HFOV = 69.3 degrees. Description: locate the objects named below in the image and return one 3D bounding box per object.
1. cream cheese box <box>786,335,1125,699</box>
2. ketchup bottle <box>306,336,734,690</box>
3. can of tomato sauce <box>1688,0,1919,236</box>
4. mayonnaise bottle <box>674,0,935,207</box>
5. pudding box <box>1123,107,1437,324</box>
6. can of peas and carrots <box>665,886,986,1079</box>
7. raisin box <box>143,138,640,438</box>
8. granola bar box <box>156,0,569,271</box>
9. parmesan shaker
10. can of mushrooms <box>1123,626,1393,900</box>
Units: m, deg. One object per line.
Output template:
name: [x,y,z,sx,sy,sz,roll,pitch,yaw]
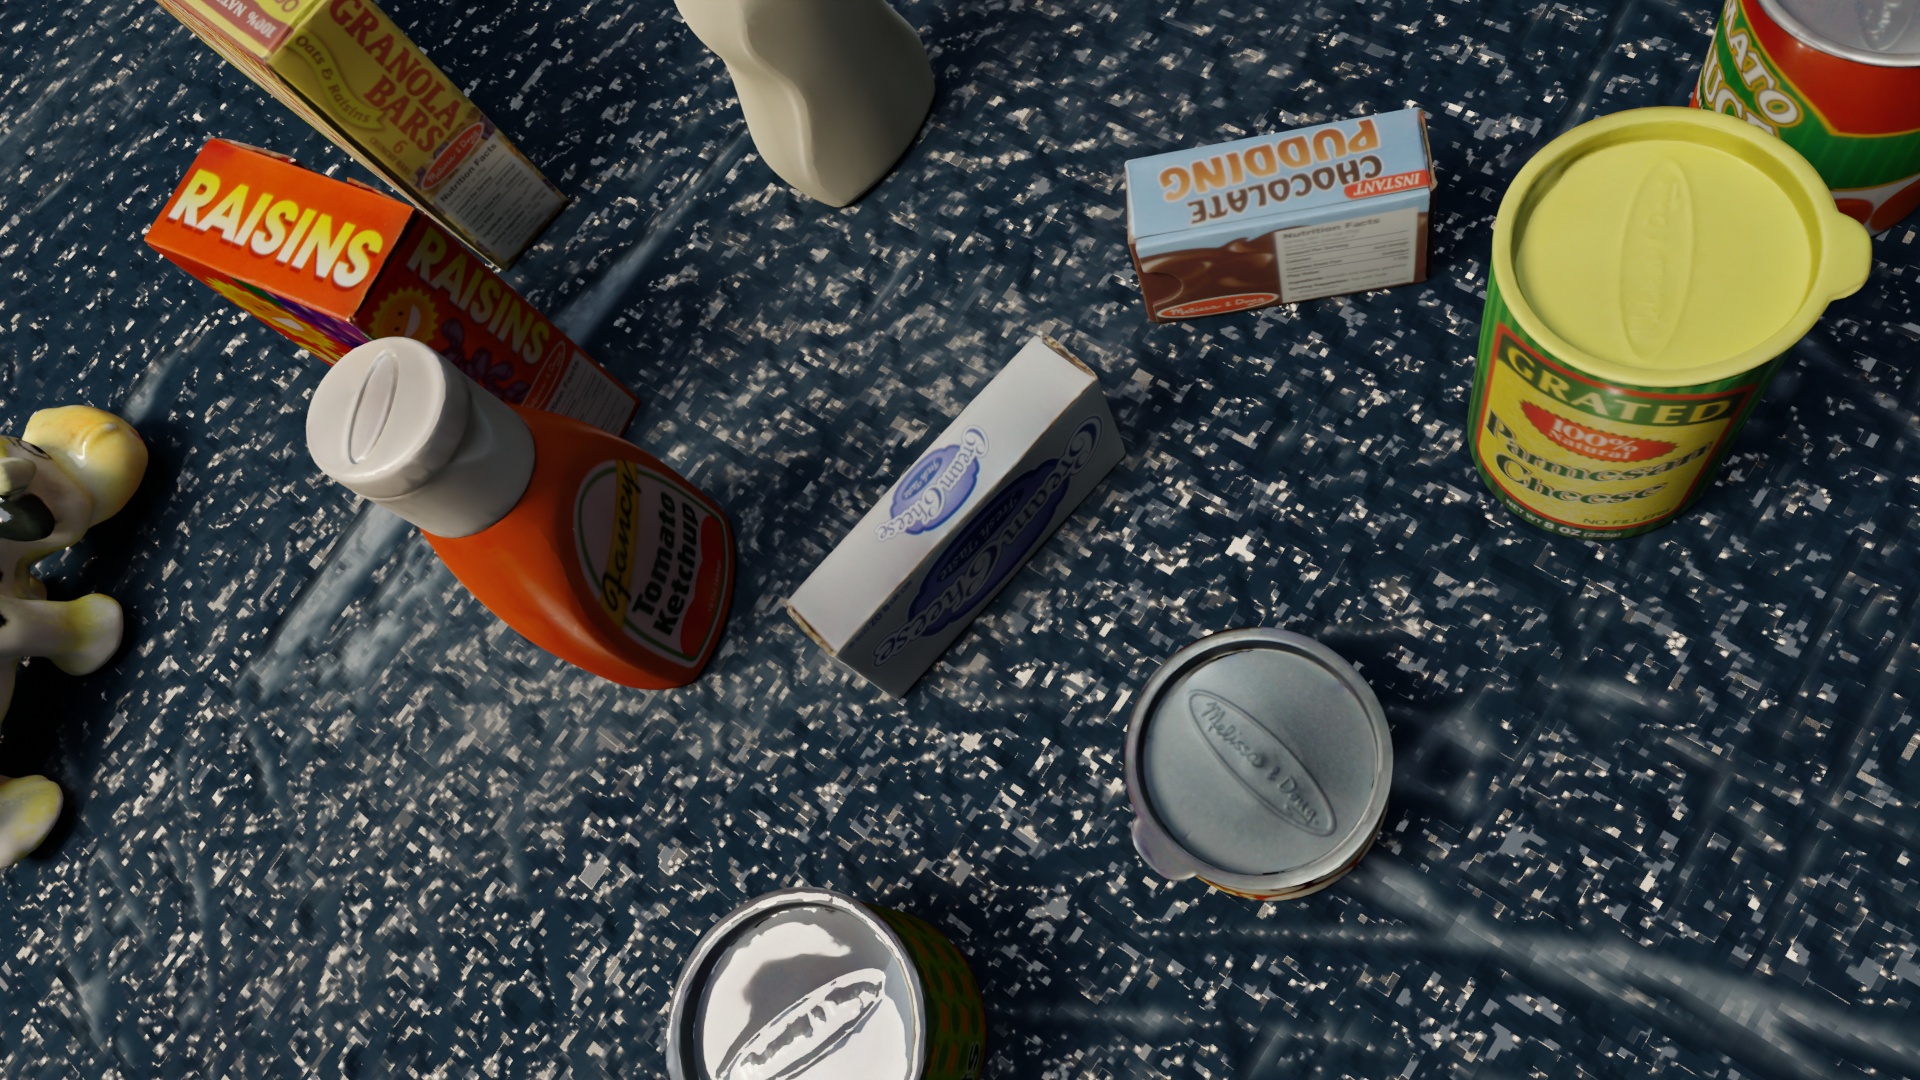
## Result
cream cheese box: [0.001,-0.005,0.394,0.024,0.053,0.104,41,86,25]
ketchup bottle: [-0.111,-0.006,0.375,0.043,0.148,0.065,2,72,18]
can of tomato sauce: [0.225,-0.123,0.355,0.071,0.083,0.071,-5,69,15]
mayonnaise bottle: [-0.054,-0.164,0.417,0.041,0.147,0.065,34,83,24]
pudding box: [0.092,-0.092,0.401,0.083,0.049,0.030,-8,69,14]
can of peas and carrots: [-0.030,0.126,0.352,0.071,0.058,0.071,-5,69,15]
raisin box: [-0.167,-0.066,0.427,0.086,0.123,0.040,22,78,22]
granola bar box: [-0.231,-0.174,0.486,0.166,0.124,0.039,36,84,25]
parmesan shaker: [0.162,-0.045,0.334,0.071,0.103,0.071,-5,69,15]
can of mushrooms: [0.075,0.060,0.359,0.071,0.033,0.071,-5,69,15]
